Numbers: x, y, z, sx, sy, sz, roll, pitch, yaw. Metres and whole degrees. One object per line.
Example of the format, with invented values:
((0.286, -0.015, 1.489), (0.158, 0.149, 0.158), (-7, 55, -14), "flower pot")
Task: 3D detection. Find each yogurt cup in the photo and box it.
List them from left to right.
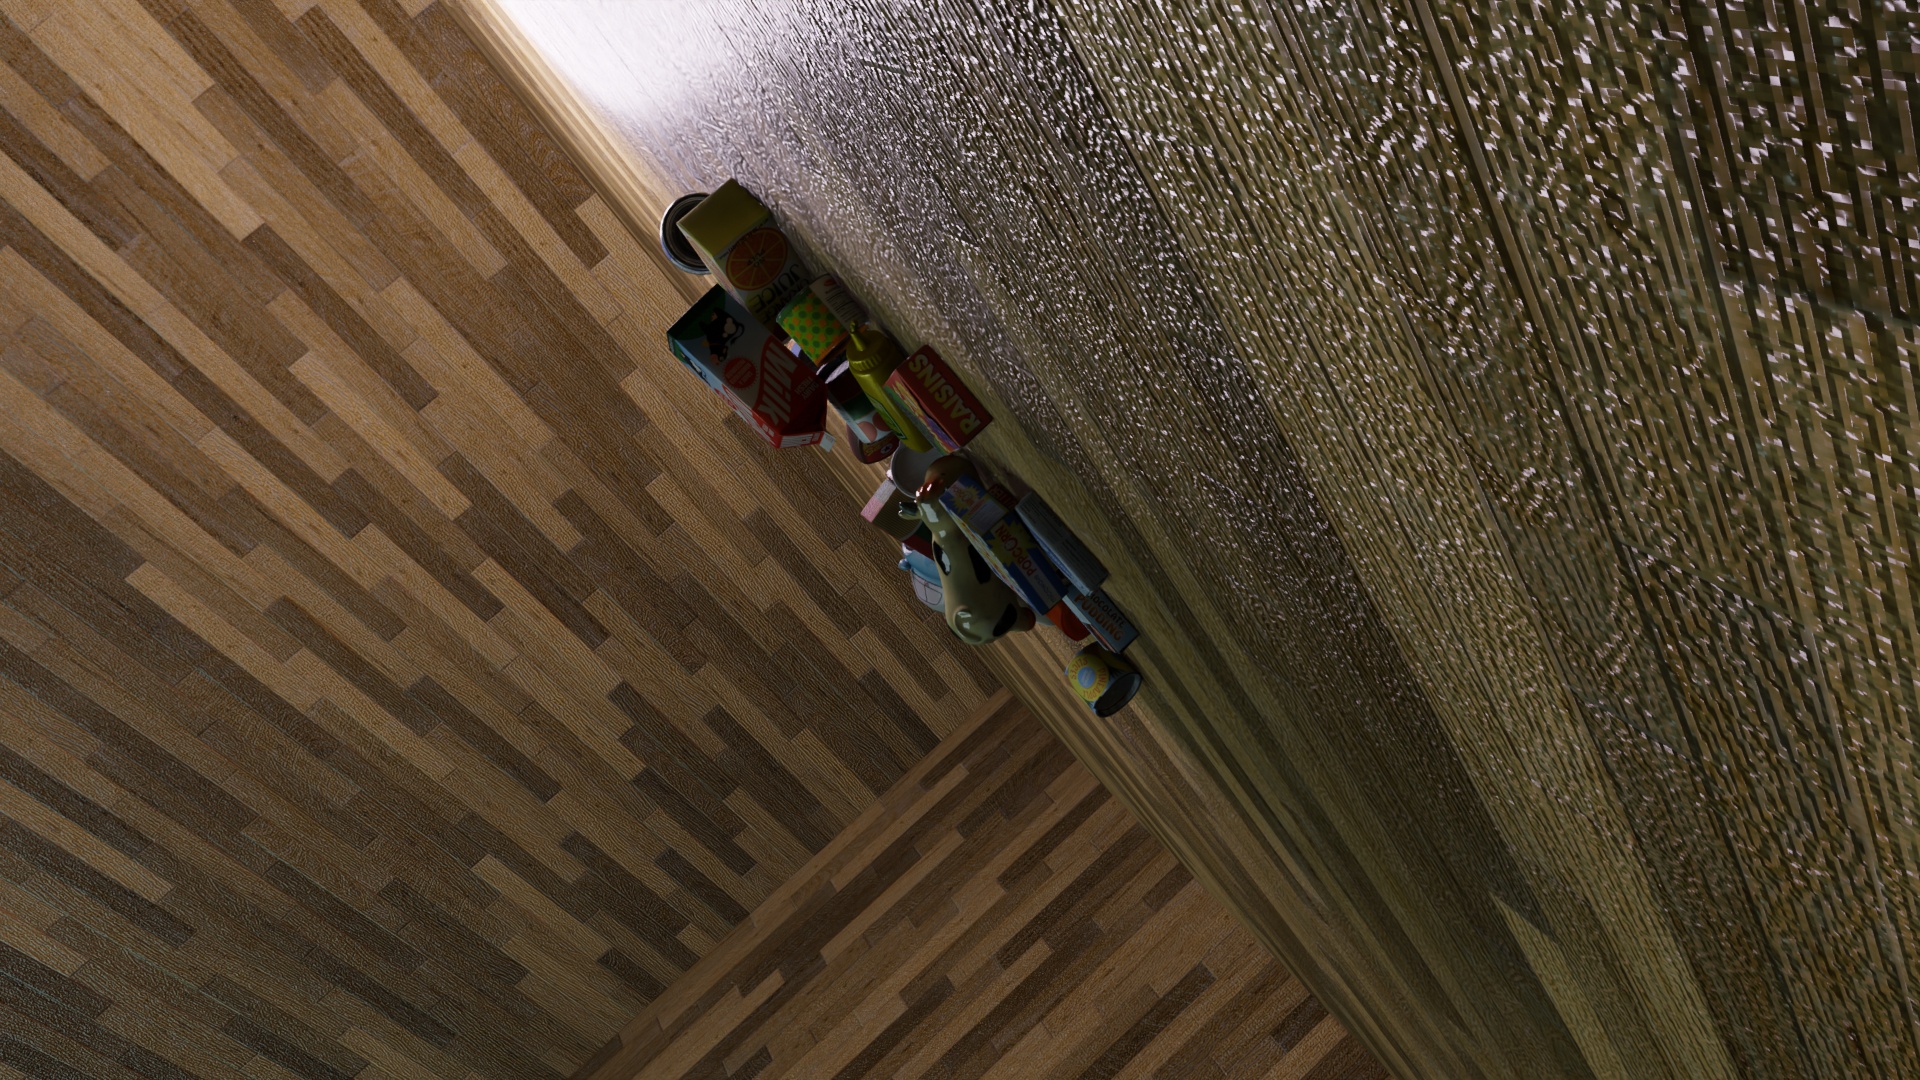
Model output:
((-0.037, -0.076, 1.494), (0.072, 0.072, 0.054), (48, -178, 8), "yogurt cup")

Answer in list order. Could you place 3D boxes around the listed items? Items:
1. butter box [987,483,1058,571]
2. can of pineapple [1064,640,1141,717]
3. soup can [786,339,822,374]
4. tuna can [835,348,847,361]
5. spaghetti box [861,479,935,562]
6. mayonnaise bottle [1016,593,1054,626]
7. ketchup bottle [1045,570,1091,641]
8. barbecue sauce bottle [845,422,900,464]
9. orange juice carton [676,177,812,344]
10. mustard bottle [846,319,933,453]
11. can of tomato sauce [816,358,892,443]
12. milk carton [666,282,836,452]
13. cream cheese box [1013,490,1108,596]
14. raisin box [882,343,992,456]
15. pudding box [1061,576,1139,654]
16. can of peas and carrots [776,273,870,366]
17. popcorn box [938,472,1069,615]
((0.061, -0.009, 1.376), (0.053, 0.024, 0.103), (43, 173, 43), "butter box")
((0.156, 0.152, 1.533), (0.058, 0.071, 0.070), (45, 174, 33), "can of pineapple")
((-0.156, -0.197, 1.541), (0.071, 0.071, 0.084), (51, 175, -20), "soup can")
((-0.128, -0.214, 1.397), (0.071, 0.033, 0.071), (48, 174, 7), "tuna can")
((-0.004, 0.010, 1.573), (0.250, 0.050, 0.029), (33, -175, -36), "spaghetti box")
((0.058, 0.059, 1.542), (0.065, 0.041, 0.148), (44, -166, 32), "mayonnaise bottle")
((0.085, 0.044, 1.464), (0.149, 0.043, 0.064), (43, 169, 45), "ketchup bottle")
((-0.100, -0.142, 1.548), (0.044, 0.065, 0.148), (52, 168, 22), "barbecue sauce bottle")
((-0.199, -0.264, 1.395), (0.073, 0.072, 0.192), (45, 173, 32), "orange juice carton")
((-0.067, -0.148, 1.283), (0.065, 0.049, 0.159), (41, 171, 45), "mustard bottle")
((-0.099, -0.153, 1.436), (0.083, 0.071, 0.071), (51, 174, -25), "can of tomato sauce")
((-0.198, -0.159, 1.385), (0.190, 0.073, 0.072), (43, 168, -3), "milk carton")
((0.089, 0.004, 1.244), (0.104, 0.024, 0.053), (48, 176, 6), "cream cheese box")
((-0.022, -0.118, 1.190), (0.086, 0.040, 0.123), (50, 174, -5), "raisin box")
((0.131, 0.069, 1.341), (0.083, 0.030, 0.049), (49, 173, -5), "pudding box")
((-0.127, -0.201, 1.280), (0.058, 0.071, 0.071), (48, 174, -1), "can of peas and carrots")
((0.041, 0.005, 1.291), (0.126, 0.038, 0.085), (52, 174, -40), "popcorn box")
